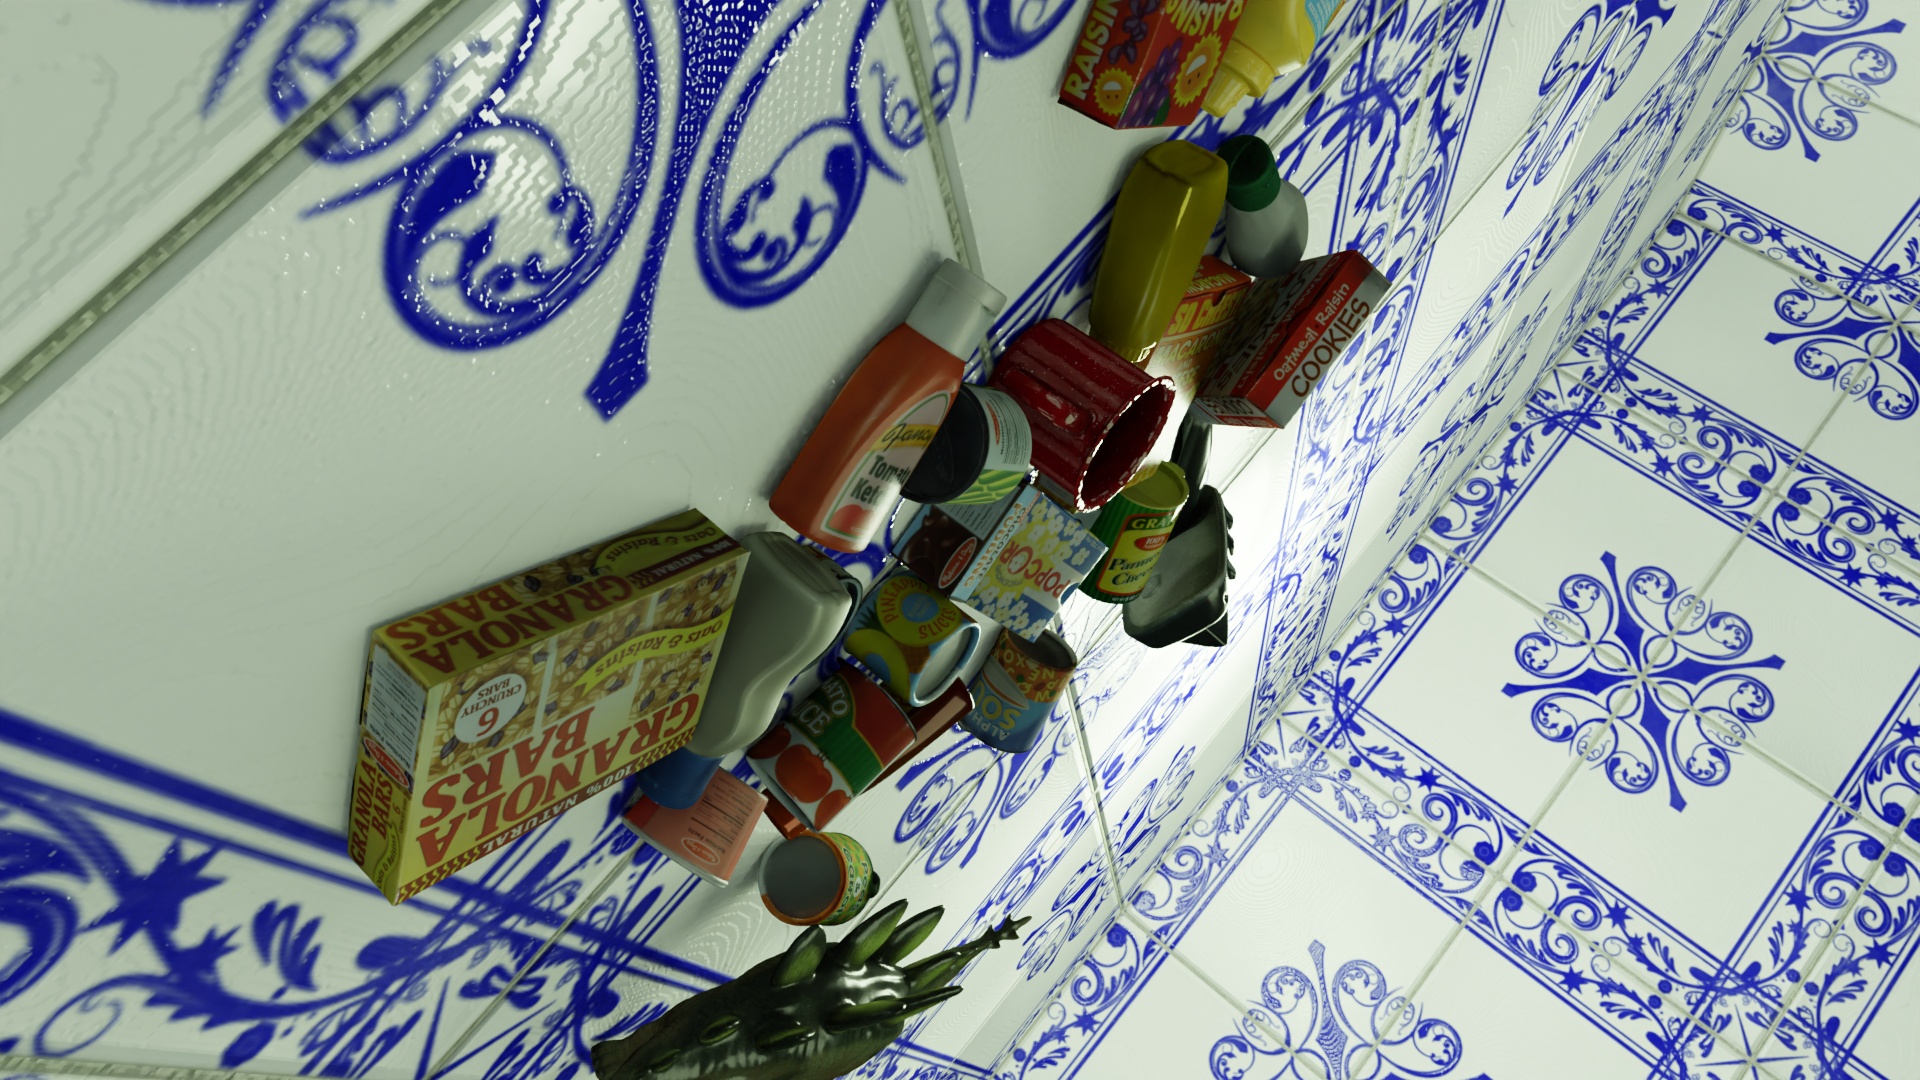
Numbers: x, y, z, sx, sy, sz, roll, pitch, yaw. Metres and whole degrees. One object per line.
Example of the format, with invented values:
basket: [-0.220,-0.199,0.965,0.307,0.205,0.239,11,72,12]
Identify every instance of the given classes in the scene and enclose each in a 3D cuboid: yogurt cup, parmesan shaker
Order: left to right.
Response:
yogurt cup: [-0.142,0.149,0.758,0.054,0.072,0.072,-57,160,-13]
parmesan shaker: [0.129,-0.009,1.068,0.071,0.071,0.102,-32,150,-44]

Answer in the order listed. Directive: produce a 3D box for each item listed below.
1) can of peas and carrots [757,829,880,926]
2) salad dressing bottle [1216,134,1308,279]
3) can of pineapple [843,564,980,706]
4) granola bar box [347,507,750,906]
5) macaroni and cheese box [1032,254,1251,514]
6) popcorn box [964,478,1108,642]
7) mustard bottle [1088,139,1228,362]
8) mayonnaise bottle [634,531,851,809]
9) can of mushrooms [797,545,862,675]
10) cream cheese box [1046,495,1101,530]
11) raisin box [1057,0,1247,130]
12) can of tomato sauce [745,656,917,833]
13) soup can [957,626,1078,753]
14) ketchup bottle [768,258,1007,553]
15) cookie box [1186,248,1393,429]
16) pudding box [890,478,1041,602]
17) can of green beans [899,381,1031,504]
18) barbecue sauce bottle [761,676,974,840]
can of peas and carrots: [-0.099,0.237,0.974,0.071,0.071,0.058,-52,158,-2]
salad dressing bottle: [0.199,-0.221,0.921,0.064,0.044,0.147,-58,158,1]
can of pineapple: [-0.029,0.059,0.859,0.071,0.058,0.070,-43,157,-24]
granola bar box: [-0.174,0.065,0.593,0.166,0.039,0.123,-27,146,-50]
macaroni and cheese box: [0.126,-0.108,0.948,0.124,0.040,0.165,-25,145,-53]
popcorn box: [0.035,0.009,0.901,0.085,0.038,0.126,-52,146,3]
mustard bottle: [0.107,-0.155,0.823,0.065,0.049,0.159,-34,152,-42]
mayonnaise bottle: [-0.115,0.069,0.695,0.147,0.065,0.041,-57,156,20]
can of mushrooms: [-0.086,0.036,0.738,0.071,0.033,0.070,-43,157,-23]
cream cheese box: [0.062,-0.006,0.995,0.053,0.024,0.104,-60,158,15]
raisin box: [0.102,-0.261,0.661,0.086,0.040,0.122,-26,145,-52]
can of tomato sauce: [-0.080,0.124,0.844,0.083,0.071,0.071,-43,157,-19]
soup can: [0.043,0.114,1.089,0.071,0.071,0.083,-16,138,-57]
ketchup bottle: [-0.033,-0.066,0.677,0.148,0.043,0.065,-57,154,8]
cookie box: [0.221,-0.140,0.986,0.123,0.040,0.167,-54,-169,0]
pudding box: [0.003,-0.010,0.829,0.083,0.050,0.030,-55,157,2]
can of green beans: [-0.003,-0.052,0.730,0.071,0.071,0.058,-59,159,14]
barbecue sauce bottle: [-0.064,0.135,0.908,0.149,0.065,0.043,-38,117,-18]
